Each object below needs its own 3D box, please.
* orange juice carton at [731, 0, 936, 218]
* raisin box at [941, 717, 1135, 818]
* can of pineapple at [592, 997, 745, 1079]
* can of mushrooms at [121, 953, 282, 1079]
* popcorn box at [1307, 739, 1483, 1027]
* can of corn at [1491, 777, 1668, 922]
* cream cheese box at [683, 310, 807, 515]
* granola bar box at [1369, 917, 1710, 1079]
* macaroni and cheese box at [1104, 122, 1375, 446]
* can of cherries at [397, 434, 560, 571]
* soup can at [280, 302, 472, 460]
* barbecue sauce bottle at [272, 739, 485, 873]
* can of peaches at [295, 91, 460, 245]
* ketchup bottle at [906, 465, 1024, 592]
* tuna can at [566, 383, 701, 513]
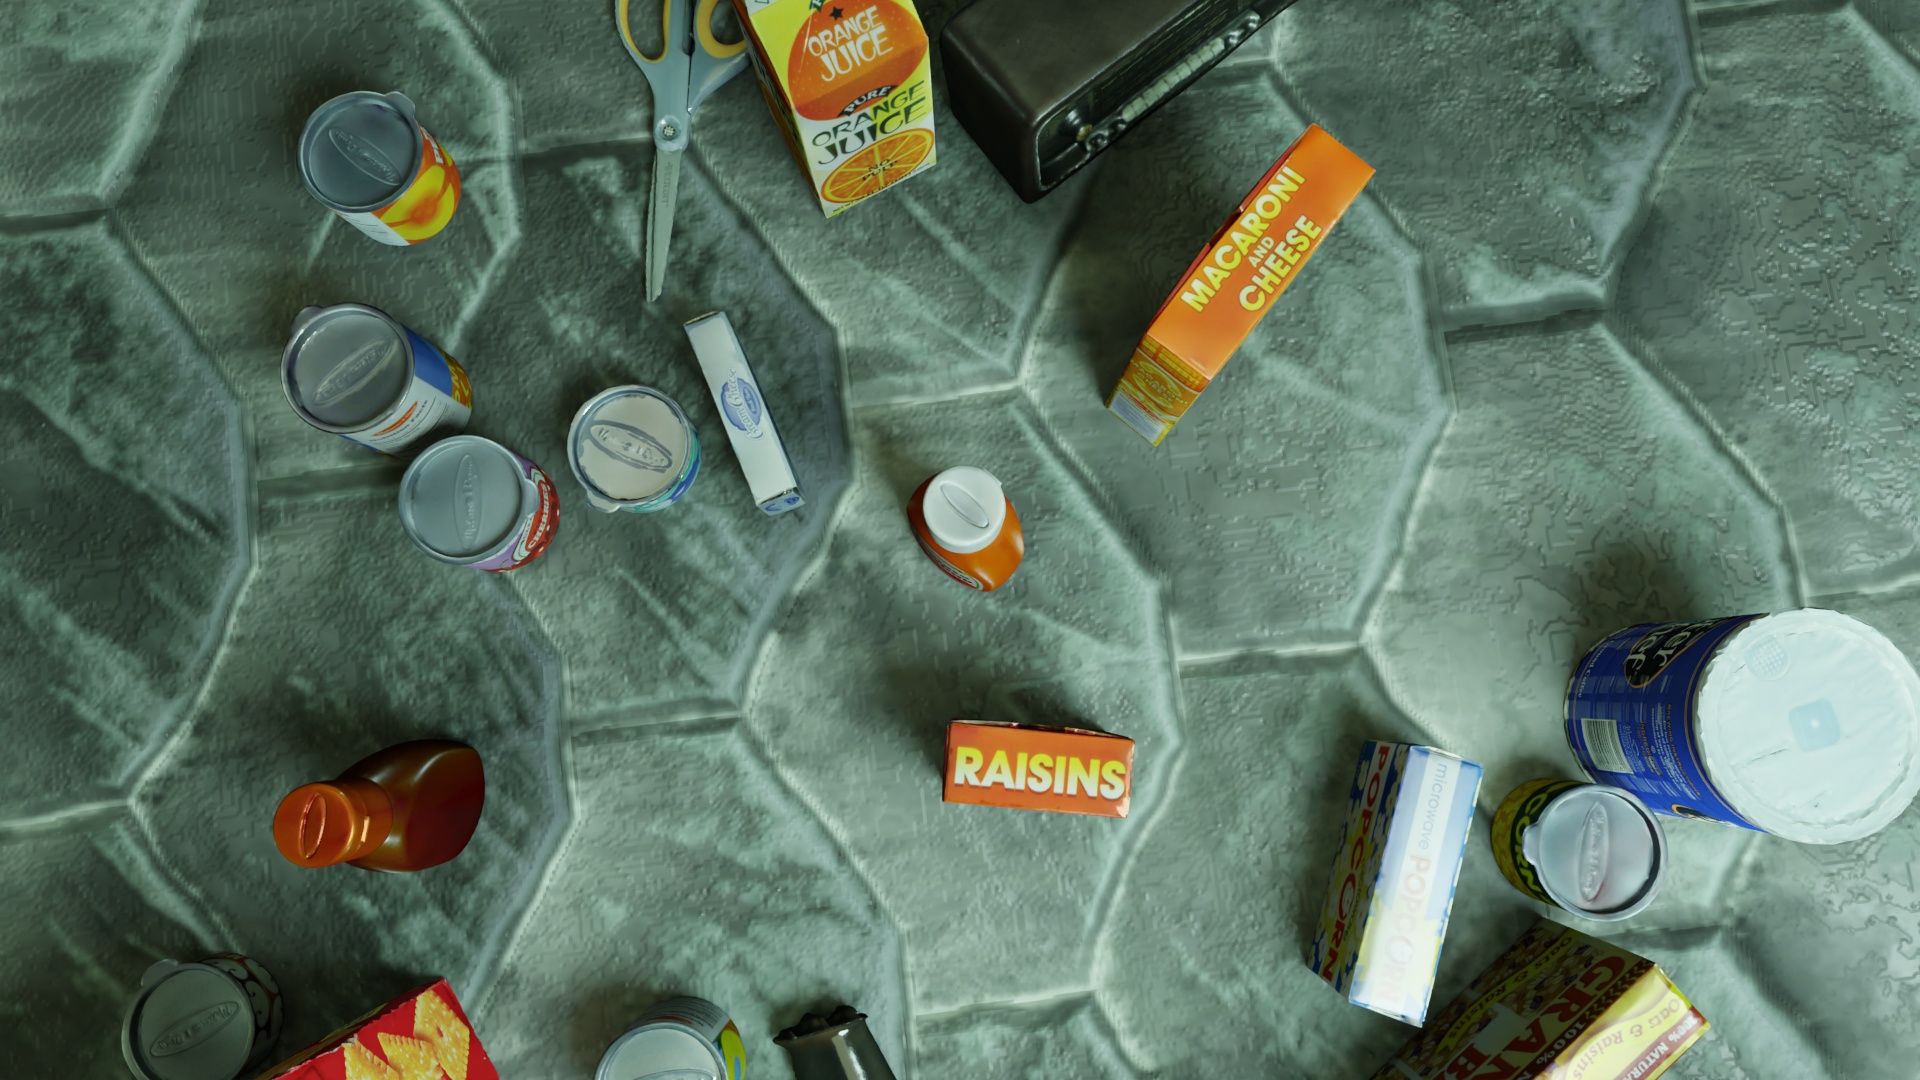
[{"bbox_3d":[-0.060,-0.236,0.684,0.072,0.192,0.073,-27,84,-3],"label":"orange juice carton"},{"bbox_3d":[0.035,0.108,0.677,0.086,0.123,0.040,6,84,1],"label":"raisin box"},{"bbox_3d":[-0.144,0.268,0.691,0.071,0.058,0.071,0,83,0],"label":"can of pineapple"},{"bbox_3d":[-0.386,0.244,0.707,0.071,0.033,0.071,0,83,0],"label":"can of mushrooms"},{"bbox_3d":[0.214,0.164,0.689,0.038,0.085,0.127,16,84,2],"label":"popcorn box"},{"bbox_3d":[0.309,0.154,0.703,0.071,0.058,0.071,0,83,0],"label":"can of corn"},{"bbox_3d":[-0.113,-0.066,0.734,0.024,0.053,0.104,-23,84,-2],"label":"cream cheese box"},{"bbox_3d":[0.255,0.258,0.658,0.166,0.124,0.039,-41,85,-4],"label":"granola bar box"},{"bbox_3d":[0.130,-0.118,0.683,0.040,0.166,0.124,38,85,4],"label":"macaroni and cheese box"},{"bbox_3d":[-0.247,-0.017,0.726,0.071,0.058,0.071,0,83,0],"label":"can of cherries"},{"bbox_3d":[-0.302,-0.082,0.721,0.071,0.083,0.071,0,84,0],"label":"soup can"},{"bbox_3d":[-0.274,0.129,0.663,0.044,0.148,0.065,8,84,1],"label":"barbecue sauce bottle"},{"bbox_3d":[-0.310,-0.200,0.749,0.071,0.058,0.071,0,83,0],"label":"can of peaches"},{"bbox_3d":[0.002,-0.009,0.679,0.065,0.148,0.043,41,86,4],"label":"ketchup bottle"},{"bbox_3d":[-0.175,-0.046,0.742,0.071,0.033,0.071,0,83,0],"label":"tuna can"}]
